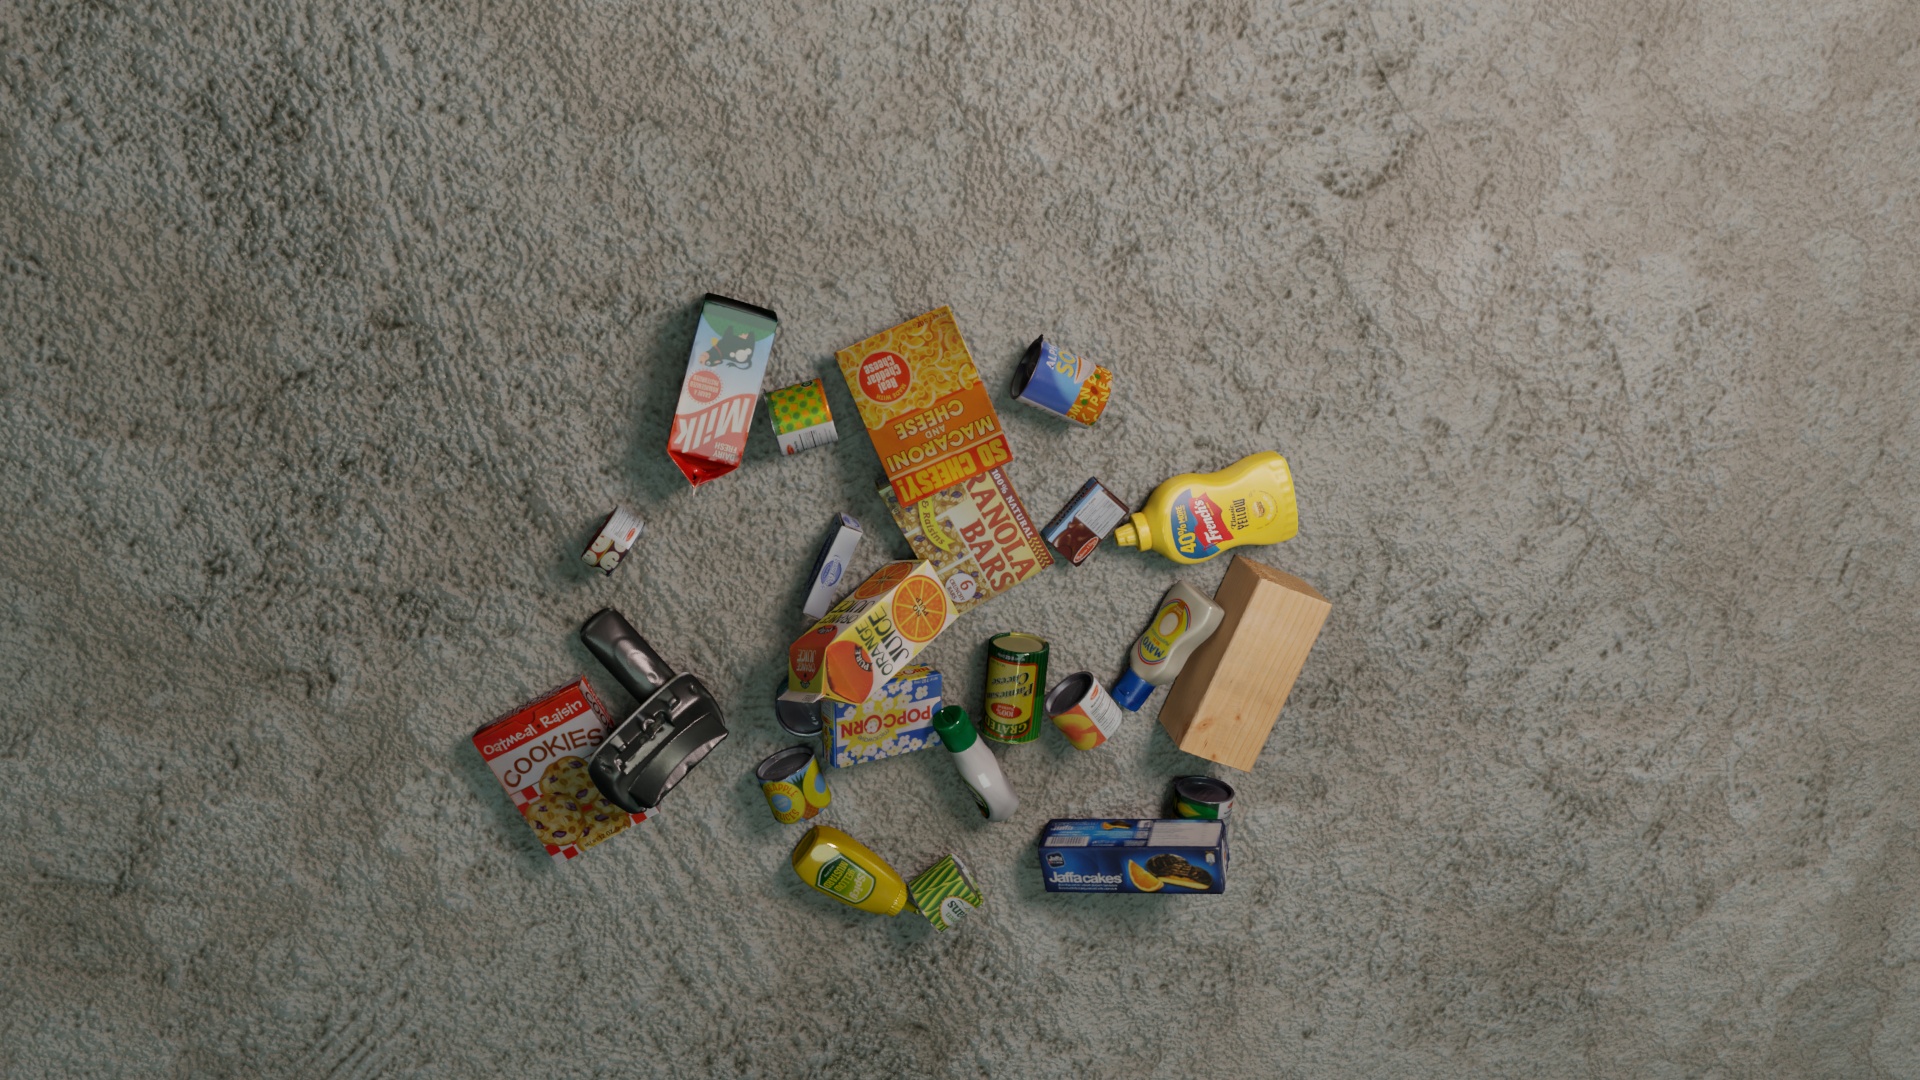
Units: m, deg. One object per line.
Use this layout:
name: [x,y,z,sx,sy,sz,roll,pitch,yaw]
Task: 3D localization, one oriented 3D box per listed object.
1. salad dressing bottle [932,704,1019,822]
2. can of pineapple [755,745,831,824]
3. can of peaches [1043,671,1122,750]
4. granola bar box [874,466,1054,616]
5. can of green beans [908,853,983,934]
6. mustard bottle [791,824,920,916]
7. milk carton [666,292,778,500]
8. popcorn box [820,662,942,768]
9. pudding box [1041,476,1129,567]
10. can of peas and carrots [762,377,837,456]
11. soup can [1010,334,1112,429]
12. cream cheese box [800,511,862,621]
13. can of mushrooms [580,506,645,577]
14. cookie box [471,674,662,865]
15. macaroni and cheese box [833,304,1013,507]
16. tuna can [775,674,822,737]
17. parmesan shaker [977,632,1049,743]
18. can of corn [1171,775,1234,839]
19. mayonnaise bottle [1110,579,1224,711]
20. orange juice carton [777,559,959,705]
salad dressing bottle: [0.016,0.240,1.495,0.044,0.064,0.147,-32,121,-7]
can of pineapple: [-0.178,0.261,1.478,0.071,0.071,0.057,-20,108,-2]
can of peaches: [0.132,0.185,1.508,0.071,0.071,0.058,-38,108,3]
granola bar box: [0.005,-0.018,1.441,0.124,0.039,0.165,-30,108,0]
can of green beans: [-0.016,0.391,1.542,0.058,0.071,0.071,-35,108,2]
mustard bottle: [-0.107,0.374,1.532,0.160,0.049,0.065,33,101,-16]
milk carton: [-0.237,-0.137,1.352,0.073,0.072,0.190,14,104,-13]
popcorn box: [-0.083,0.184,1.466,0.127,0.038,0.085,-9,108,-27]
pudding box: [0.131,-0.020,1.465,0.049,0.030,0.083,40,97,-18]
can of peas and carrots: [-0.158,-0.124,1.373,0.059,0.071,0.070,-16,108,-4]
soup can: [0.103,-0.160,1.401,0.084,0.071,0.071,22,102,-15]
cream cheese box: [-0.133,0.026,1.425,0.024,0.053,0.103,22,101,-16]
can of mushrooms: [-0.346,0.002,1.379,0.033,0.071,0.071,36,98,-17]
cookie box: [-0.408,0.240,1.451,0.123,0.040,0.167,-27,108,0]
macaroni and cheese box: [-0.035,-0.132,1.377,0.124,0.040,0.166,-23,90,-1]
tuna can: [-0.161,0.171,1.473,0.071,0.033,0.071,-2,107,-8]
parmesan shaker: [0.055,0.156,1.487,0.071,0.071,0.102,2,106,-9]
can of corn: [0.269,0.305,1.563,0.071,0.071,0.058,2,106,-9]
mayonnaise bottle: [0.219,0.118,1.503,0.041,0.065,0.148,23,106,-46]
orange juice carton: [-0.099,0.102,1.395,0.193,0.071,0.073,-41,112,-32]
